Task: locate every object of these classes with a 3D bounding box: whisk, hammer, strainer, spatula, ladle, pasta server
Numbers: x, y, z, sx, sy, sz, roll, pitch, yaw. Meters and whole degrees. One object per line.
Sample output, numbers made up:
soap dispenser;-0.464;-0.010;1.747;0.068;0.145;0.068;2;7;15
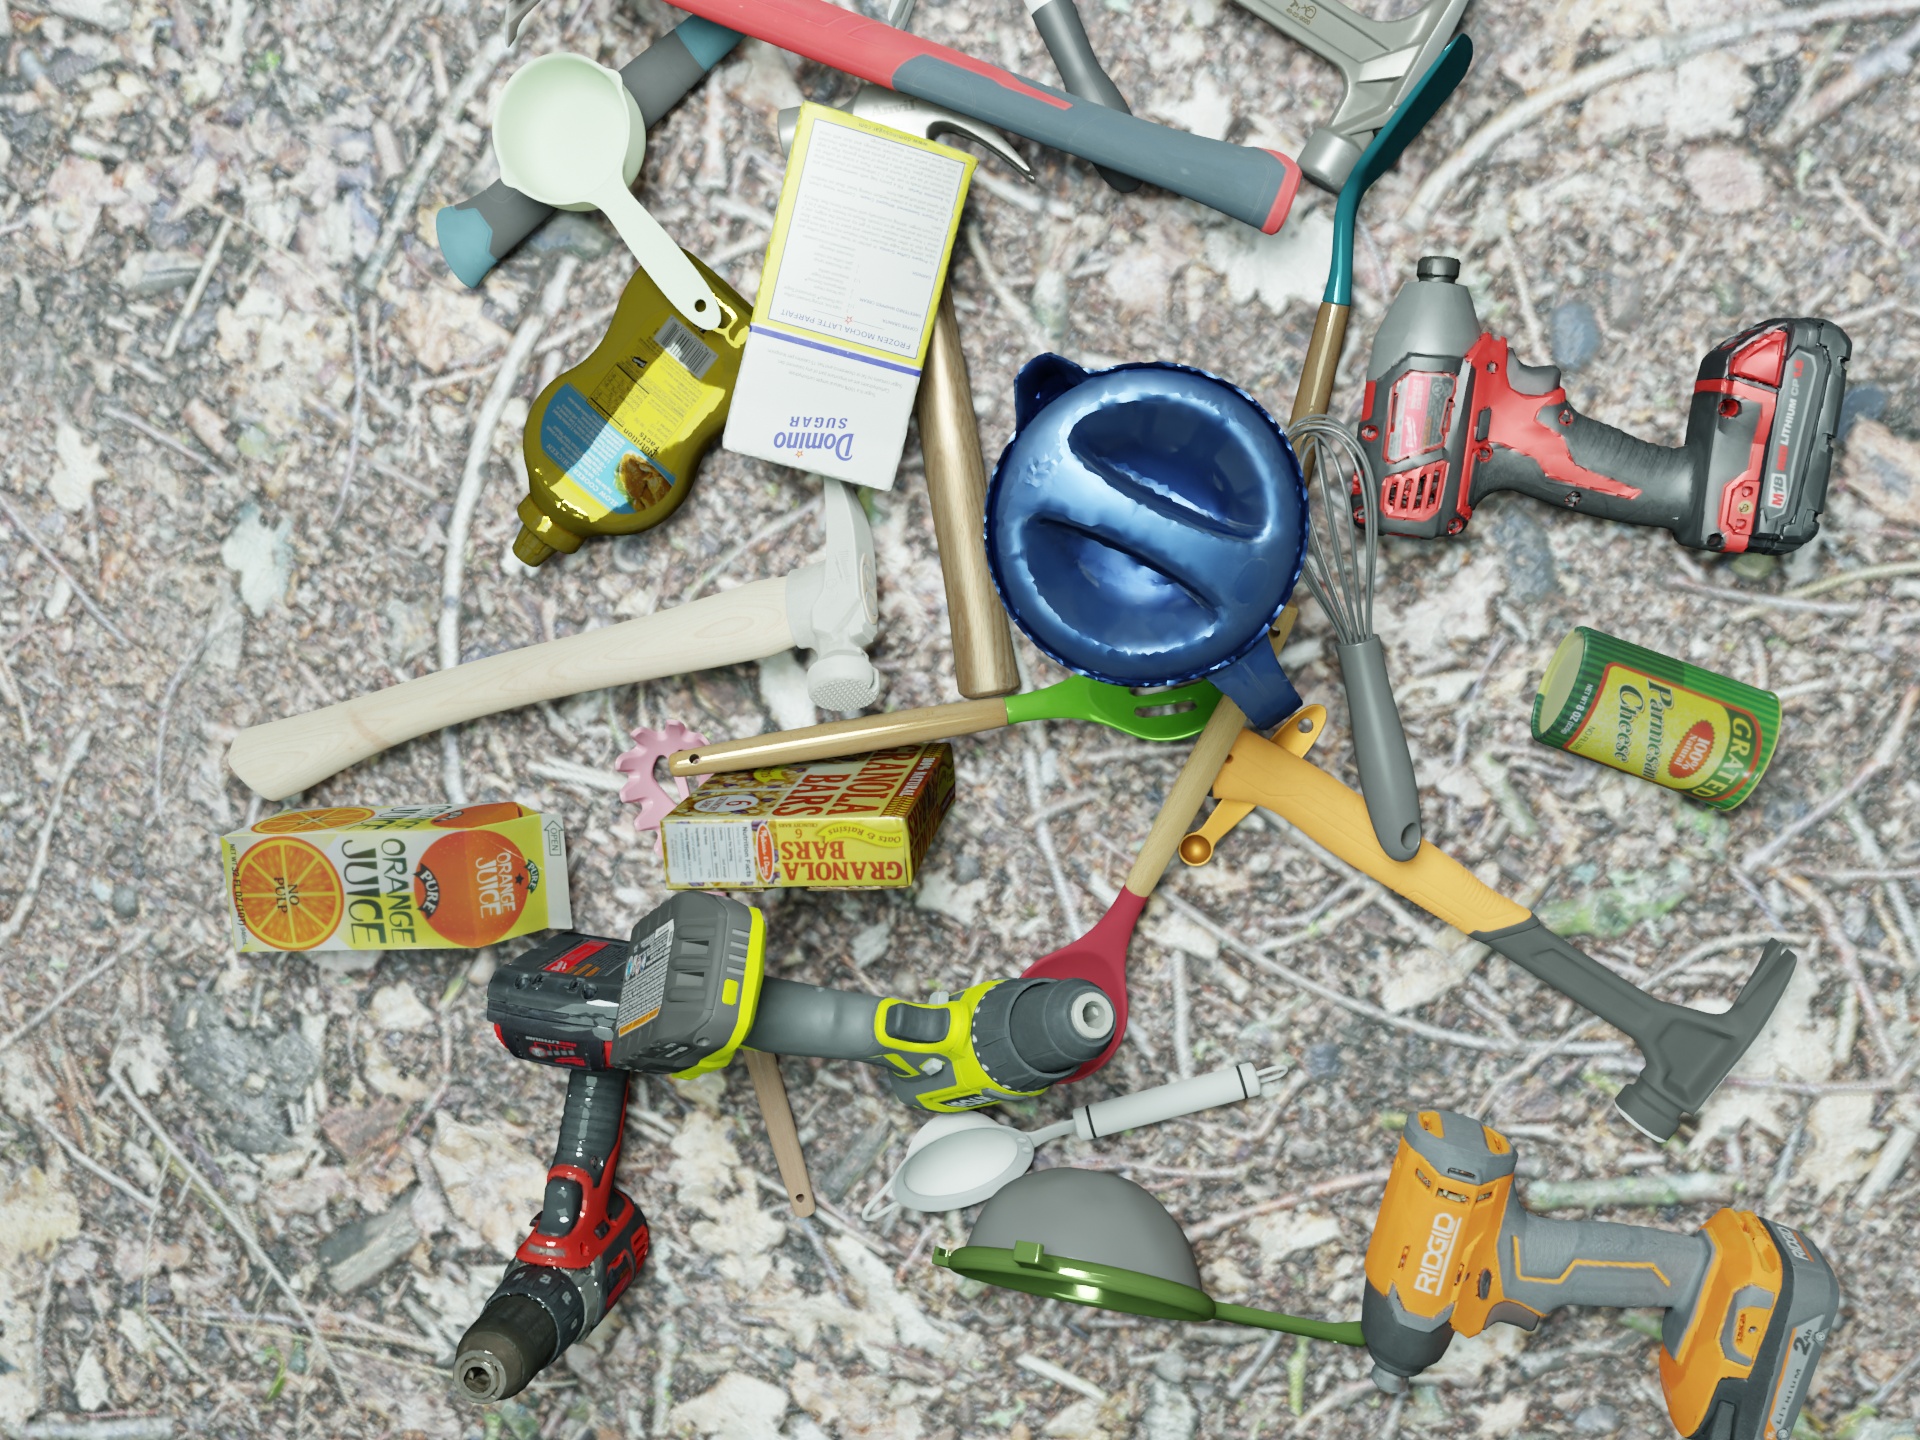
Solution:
whisk;0.029;-0.405;0.814;0.070;0.070;0.284;-25;100;11
hammer;-0.156;-0.354;0.858;0.331;0.033;0.128;-36;92;12
hammer;0.081;-0.411;0.772;0.359;0.037;0.149;27;104;-12
strainer;0.064;0.235;0.923;0.258;0.050;0.086;-16;136;4
spatula;0.199;-0.188;0.826;0.044;0.082;0.317;17;108;17
hammer;-0.007;-0.177;0.868;0.130;0.031;0.331;-8;99;10
hammer;-0.240;-0.035;0.905;0.410;0.038;0.146;-14;63;16
hammer;0.280;0.092;0.867;0.337;0.034;0.127;32;103;0
ladle;0.106;0.071;0.867;0.069;0.031;0.315;27;114;6
whisk;0.202;-0.039;0.815;0.055;0.055;0.239;-14;101;10
strainer;0.121;0.304;0.909;0.256;0.151;0.069;16;67;-14
hammer;-0.022;-0.310;0.773;0.386;0.143;0.038;20;138;-1
pasta server;-0.134;0.150;0.937;0.060;0.040;0.316;-15;98;-1

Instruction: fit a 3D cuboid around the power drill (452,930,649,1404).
power drill;-0.224;0.248;0.893;0.080;0.188;0.226;7;96;8

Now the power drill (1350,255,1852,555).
power drill;0.316;-0.157;0.807;0.219;0.078;0.143;6;101;10

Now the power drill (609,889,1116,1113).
power drill;-0.049;0.152;0.819;0.228;0.190;0.080;15;66;-22

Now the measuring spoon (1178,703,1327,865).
measuring spoon;0.164;0.035;0.893;0.021;0.011;0.117;40;99;-2

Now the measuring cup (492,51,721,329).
measuring cup;-0.175;-0.271;0.834;0.083;0.038;0.167;-38;90;12

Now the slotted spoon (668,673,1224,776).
slotted spoon;-0.001;-0.003;0.862;0.313;0.031;0.070;-10;76;-5

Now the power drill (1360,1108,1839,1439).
power drill;0.339;0.325;0.882;0.226;0.084;0.164;15;102;9
